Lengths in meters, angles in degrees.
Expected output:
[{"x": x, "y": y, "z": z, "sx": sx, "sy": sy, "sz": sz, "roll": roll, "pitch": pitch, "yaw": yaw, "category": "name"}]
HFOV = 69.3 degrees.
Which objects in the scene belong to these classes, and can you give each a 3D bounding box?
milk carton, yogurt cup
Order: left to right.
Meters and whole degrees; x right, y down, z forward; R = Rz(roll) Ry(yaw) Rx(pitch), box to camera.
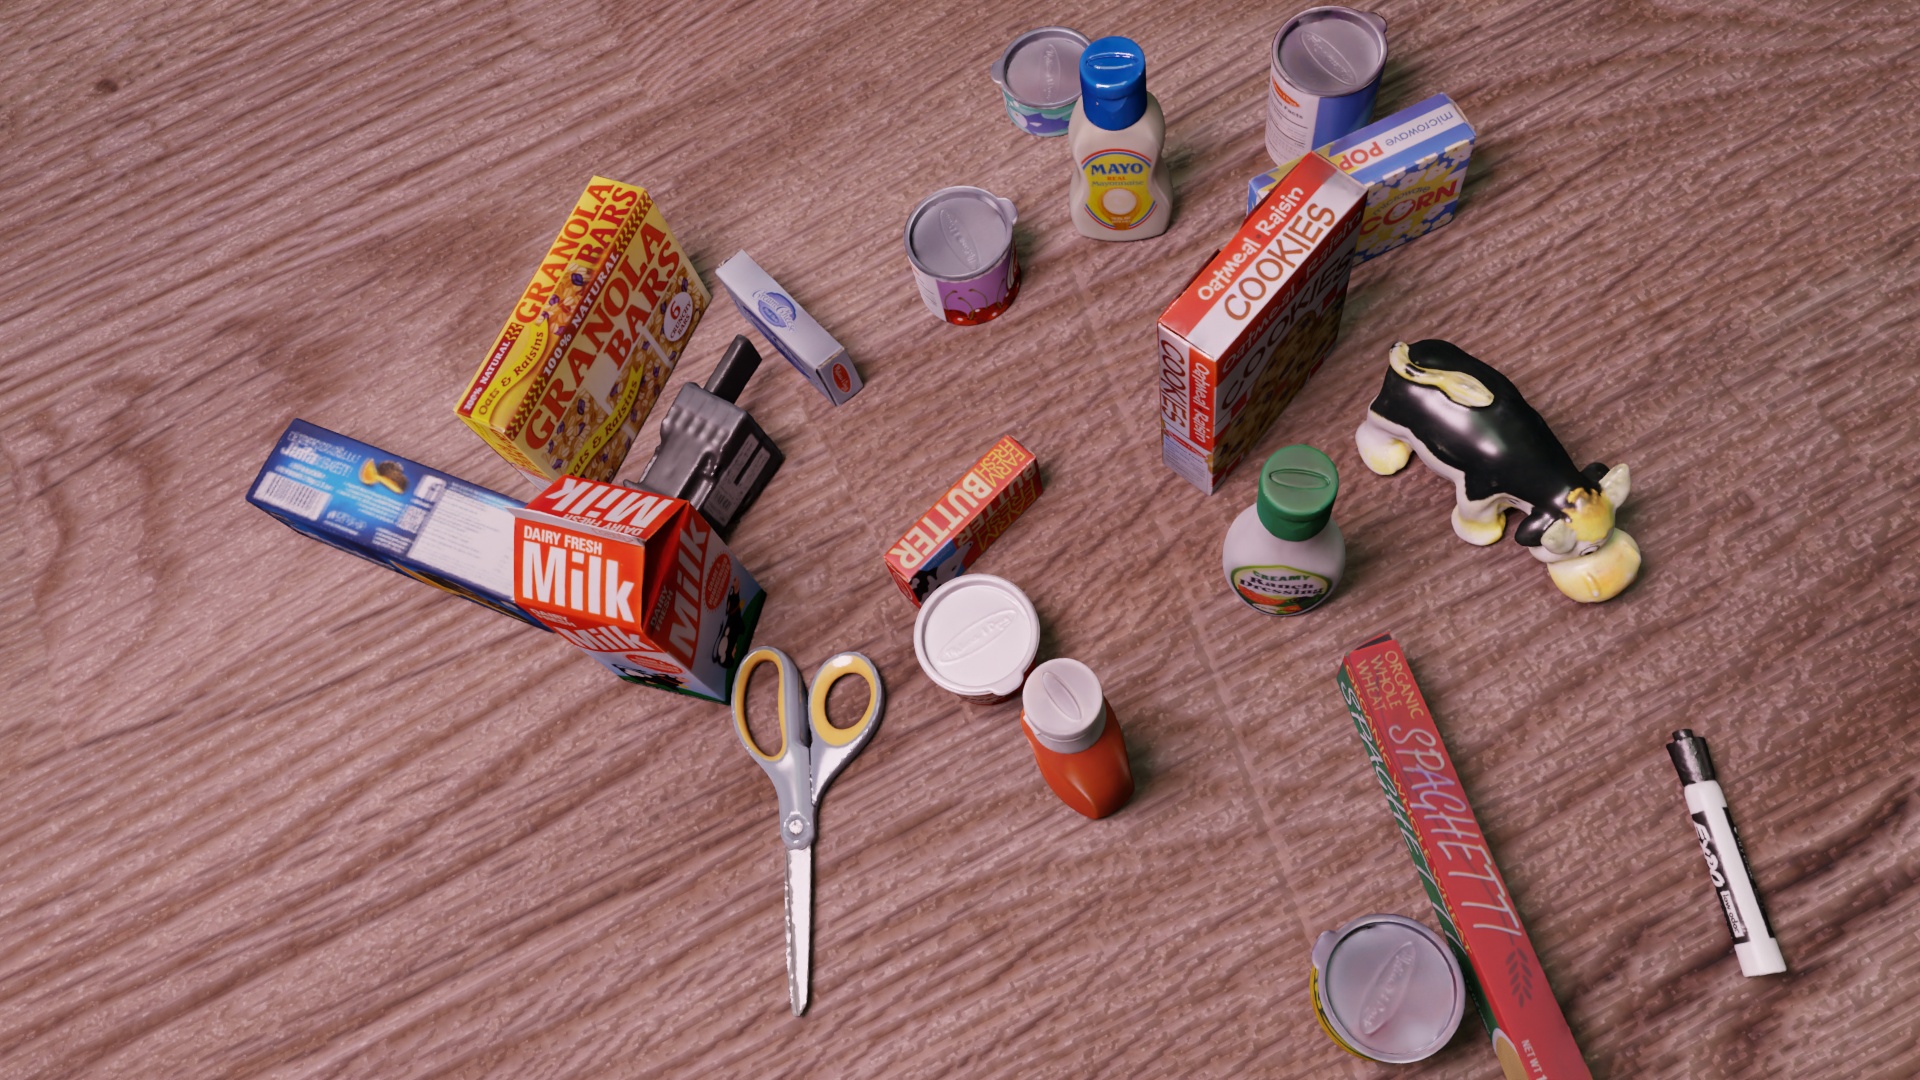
[{"x": -0.169, "y": 0.024, "z": 0.733, "sx": 0.072, "sy": 0.190, "sz": 0.073, "roll": 11, "pitch": 71, "yaw": 13, "category": "milk carton"}, {"x": 0.012, "y": 0.058, "z": 0.765, "sx": 0.072, "sy": 0.053, "sz": 0.072, "roll": -3, "pitch": 68, "yaw": 8, "category": "yogurt cup"}]

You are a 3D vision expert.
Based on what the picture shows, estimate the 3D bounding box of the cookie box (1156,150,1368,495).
[{"x": 0.158, "y": -0.111, "z": 0.748, "sx": 0.040, "sy": 0.167, "sz": 0.123, "roll": 37, "pitch": 79, "yaw": 20, "category": "cookie box"}]

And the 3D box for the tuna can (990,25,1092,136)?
[{"x": 0.057, "y": -0.301, "z": 0.913, "sx": 0.071, "sy": 0.032, "sz": 0.071, "roll": -3, "pitch": 68, "yaw": 8, "category": "tuna can"}]

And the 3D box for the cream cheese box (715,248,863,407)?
[{"x": -0.106, "y": -0.131, "z": 0.859, "sx": 0.024, "sy": 0.053, "sz": 0.104, "roll": -42, "pitch": 68, "yaw": -8, "category": "cream cheese box"}]

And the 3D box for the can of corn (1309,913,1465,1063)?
[{"x": 0.201, "y": 0.215, "z": 0.670, "sx": 0.071, "sy": 0.058, "sz": 0.071, "roll": -3, "pitch": 68, "yaw": 8, "category": "can of corn"}]

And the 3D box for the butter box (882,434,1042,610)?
[{"x": 0.003, "y": -0.010, "z": 0.794, "sx": 0.024, "sy": 0.053, "sz": 0.103, "roll": 41, "pitch": 80, "yaw": 21, "category": "butter box"}]

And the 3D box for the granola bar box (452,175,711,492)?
[{"x": -0.221, "y": -0.114, "z": 0.833, "sx": 0.039, "sy": 0.124, "sz": 0.166, "roll": 20, "pitch": 73, "yaw": 16, "category": "granola bar box"}]

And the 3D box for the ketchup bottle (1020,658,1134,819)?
[{"x": 0.056, "y": 0.097, "z": 0.691, "sx": 0.043, "sy": 0.148, "sz": 0.065, "roll": -36, "pitch": 68, "yaw": -6, "category": "ketchup bottle"}]

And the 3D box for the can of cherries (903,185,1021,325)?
[{"x": 0.005, "y": -0.175, "z": 0.857, "sx": 0.071, "sy": 0.058, "sz": 0.072, "roll": -3, "pitch": 68, "yaw": 8, "category": "can of cherries"}]

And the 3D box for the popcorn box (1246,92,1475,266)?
[{"x": 0.232, "y": -0.199, "z": 0.816, "sx": 0.127, "sy": 0.085, "sz": 0.038, "roll": -25, "pitch": 67, "yaw": -1, "category": "popcorn box"}]

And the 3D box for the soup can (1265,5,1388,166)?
[{"x": 0.224, "y": -0.273, "z": 0.848, "sx": 0.071, "sy": 0.083, "sz": 0.071, "roll": -3, "pitch": 68, "yaw": 8, "category": "soup can"}]

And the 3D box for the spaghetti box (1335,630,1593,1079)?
[{"x": 0.248, "y": 0.167, "z": 0.686, "sx": 0.029, "sy": 0.050, "sz": 0.251, "roll": -19, "pitch": 67, "yaw": 2, "category": "spaghetti box"}]

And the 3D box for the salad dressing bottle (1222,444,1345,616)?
[{"x": 0.168, "y": -0.003, "z": 0.714, "sx": 0.064, "sy": 0.147, "sz": 0.044, "roll": 7, "pitch": 70, "yaw": 12, "category": "salad dressing bottle"}]

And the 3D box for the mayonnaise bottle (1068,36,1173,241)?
[{"x": 0.092, "y": -0.232, "z": 0.817, "sx": 0.065, "sy": 0.147, "sz": 0.041, "roll": 1, "pitch": 69, "yaw": 10, "category": "mayonnaise bottle"}]
